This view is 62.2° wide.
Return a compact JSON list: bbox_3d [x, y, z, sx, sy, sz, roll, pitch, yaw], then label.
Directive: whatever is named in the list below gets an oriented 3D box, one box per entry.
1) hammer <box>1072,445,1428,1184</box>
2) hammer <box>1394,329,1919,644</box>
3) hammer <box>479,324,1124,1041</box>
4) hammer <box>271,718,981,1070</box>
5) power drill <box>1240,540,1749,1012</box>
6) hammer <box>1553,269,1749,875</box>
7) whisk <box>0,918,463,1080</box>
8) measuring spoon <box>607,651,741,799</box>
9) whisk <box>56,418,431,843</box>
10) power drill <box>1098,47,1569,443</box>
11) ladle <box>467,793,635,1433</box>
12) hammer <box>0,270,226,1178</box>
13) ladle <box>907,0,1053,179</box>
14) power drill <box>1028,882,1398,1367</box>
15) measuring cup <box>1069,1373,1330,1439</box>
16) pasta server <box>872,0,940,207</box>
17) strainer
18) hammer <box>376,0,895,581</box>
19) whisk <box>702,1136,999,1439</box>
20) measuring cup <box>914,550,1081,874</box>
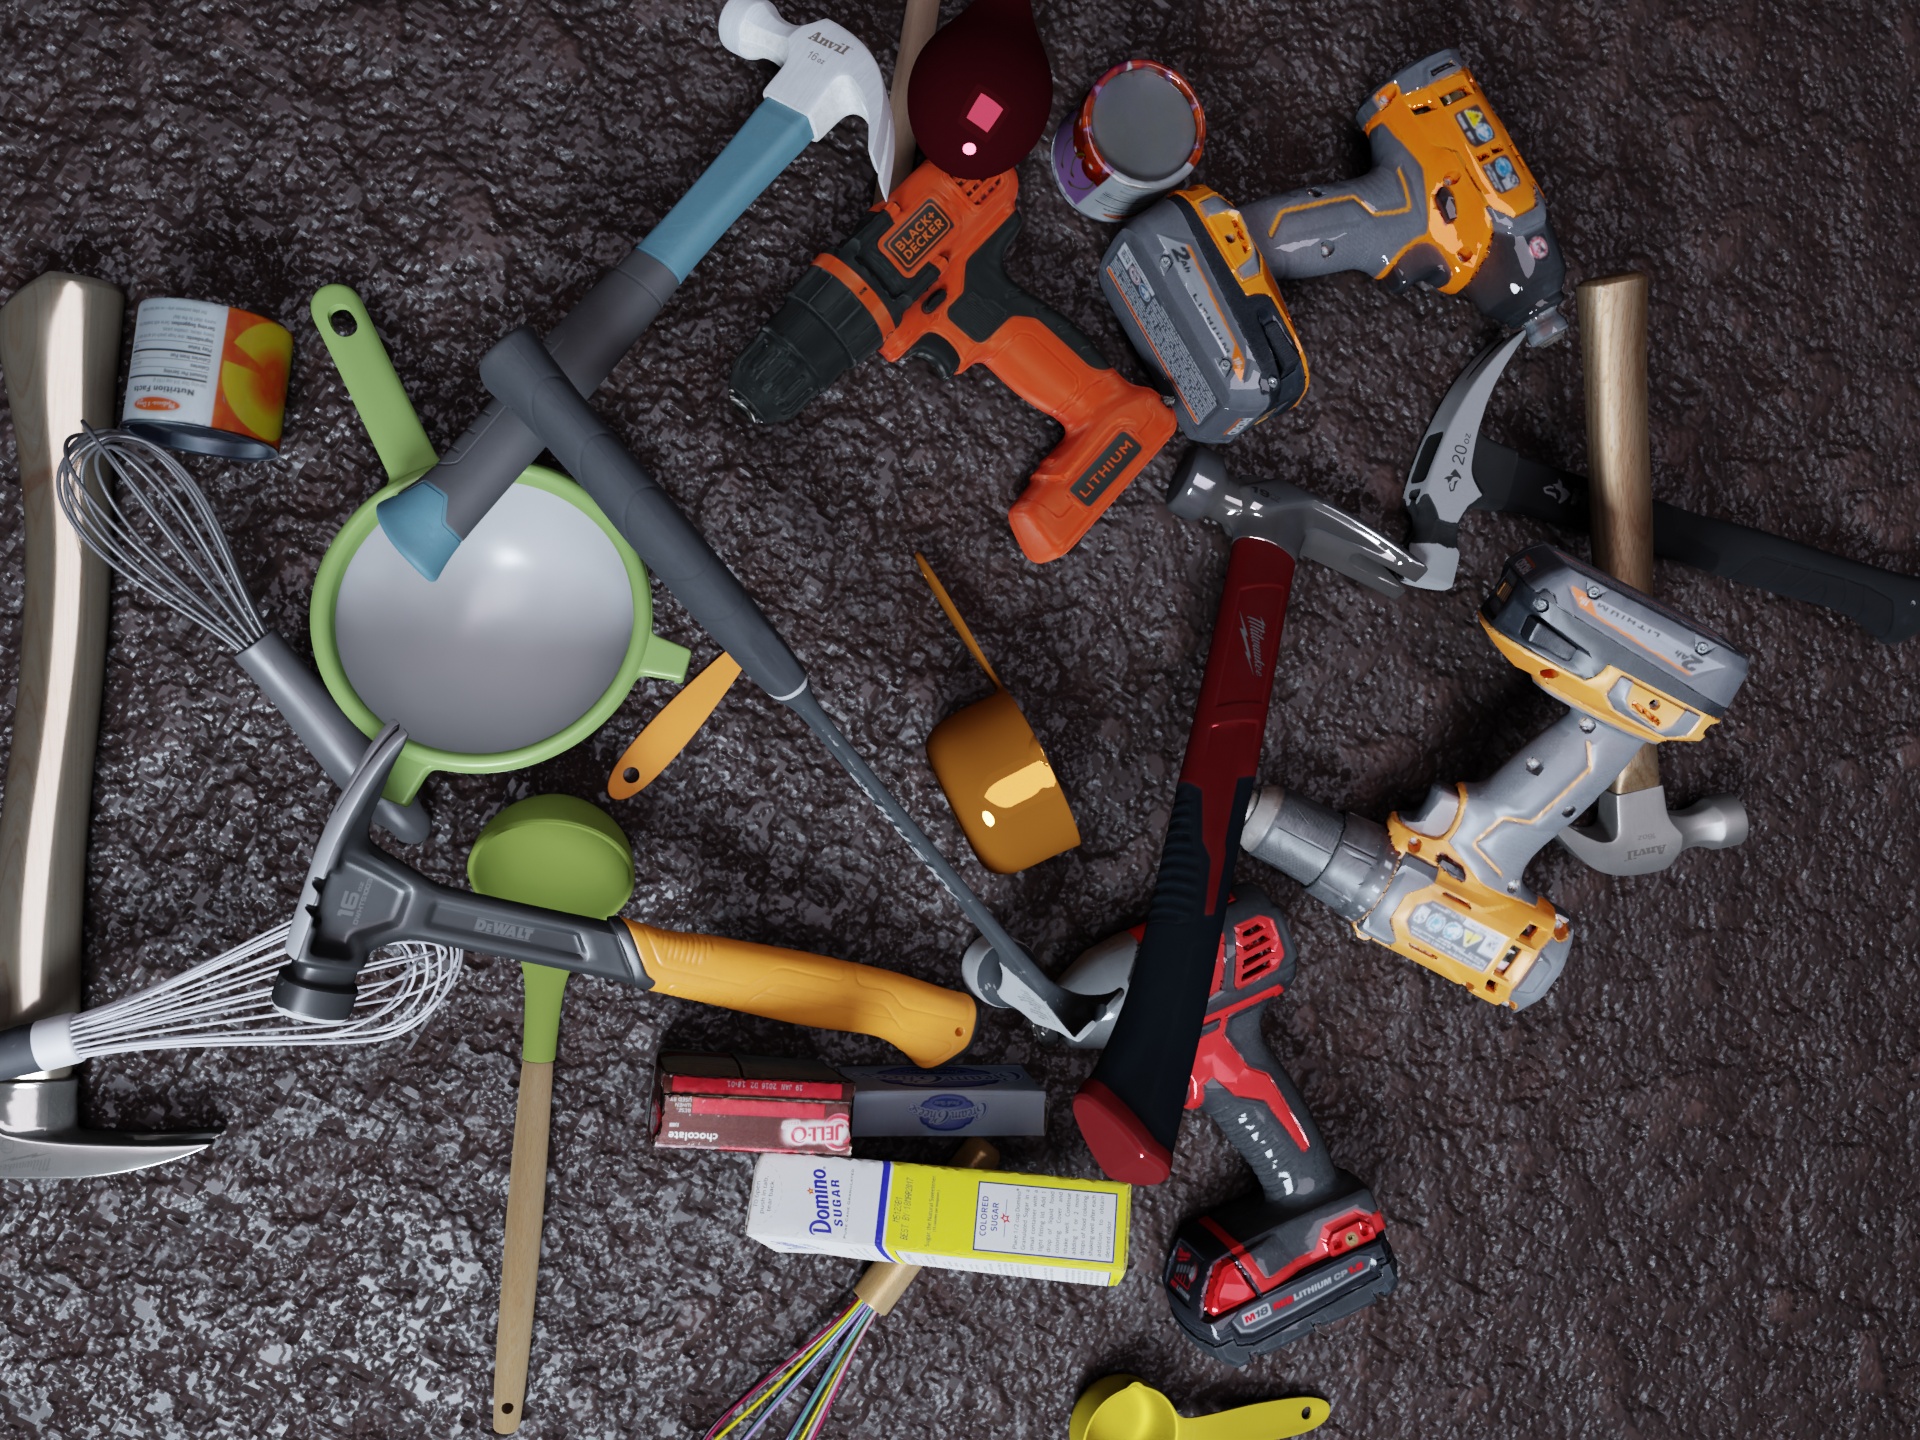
[{"bbox_3d":[0.134,0.036,0.749,0.143,0.038,0.387,24,55,-8],"label":"hammer"},{"bbox_3d":[0.413,-0.110,0.904,0.334,0.035,0.146,14,89,-12],"label":"hammer"},{"bbox_3d":[-0.068,-0.003,0.714,0.036,0.149,0.408,-43,109,-13],"label":"hammer"},{"bbox_3d":[-0.129,0.105,0.740,0.336,0.034,0.127,19,90,-31],"label":"hammer"},{"bbox_3d":[0.267,0.022,0.826,0.185,0.084,0.226,27,110,0],"label":"power drill"},{"bbox_3d":[0.356,-0.071,0.860,0.130,0.031,0.331,-12,107,-8],"label":"hammer"},{"bbox_3d":[-0.364,0.132,0.703,0.284,0.070,0.070,-13,94,-9],"label":"whisk"},{"bbox_3d":[-0.136,-0.005,0.801,0.021,0.011,0.117,42,83,-10],"label":"measuring spoon"},{"bbox_3d":[-0.322,-0.035,0.729,0.055,0.055,0.238,-37,111,-9],"label":"whisk"},{"bbox_3d":[0.206,-0.233,0.827,0.226,0.084,0.164,-29,88,-13],"label":"power drill"},{"bbox_3d":[-0.208,0.193,0.770,0.078,0.062,0.320,5,93,-10],"label":"ladle"},{"bbox_3d":[-0.406,0.004,0.732,0.146,0.038,0.410,4,90,-13],"label":"hammer"},{"bbox_3d":[0.039,-0.409,0.789,0.069,0.031,0.315,16,73,-2],"label":"ladle"},{"bbox_3d":[0.130,0.209,0.833,0.143,0.078,0.219,-21,93,-11],"label":"power drill"},{"bbox_3d":[0.130,0.380,0.866,0.156,0.029,0.062,4,91,-24],"label":"measuring cup"},{"bbox_3d":[-0.017,-0.368,0.805,0.060,0.040,0.316,10,90,-18],"label":"pasta server"},{"bbox_3d":[-0.245,-0.088,0.759,0.151,0.069,0.256,-26,79,-13],"label":"strainer"},{"bbox_3d":[-0.151,-0.200,0.737,0.128,0.033,0.331,32,76,21],"label":"hammer"},{"bbox_3d":[-0.062,0.314,0.810,0.047,0.051,0.245,39,80,-5],"label":"whisk"},{"bbox_3d":[-0.001,-0.003,0.805,0.052,0.095,0.174,-28,78,-3],"label":"measuring cup"}]
